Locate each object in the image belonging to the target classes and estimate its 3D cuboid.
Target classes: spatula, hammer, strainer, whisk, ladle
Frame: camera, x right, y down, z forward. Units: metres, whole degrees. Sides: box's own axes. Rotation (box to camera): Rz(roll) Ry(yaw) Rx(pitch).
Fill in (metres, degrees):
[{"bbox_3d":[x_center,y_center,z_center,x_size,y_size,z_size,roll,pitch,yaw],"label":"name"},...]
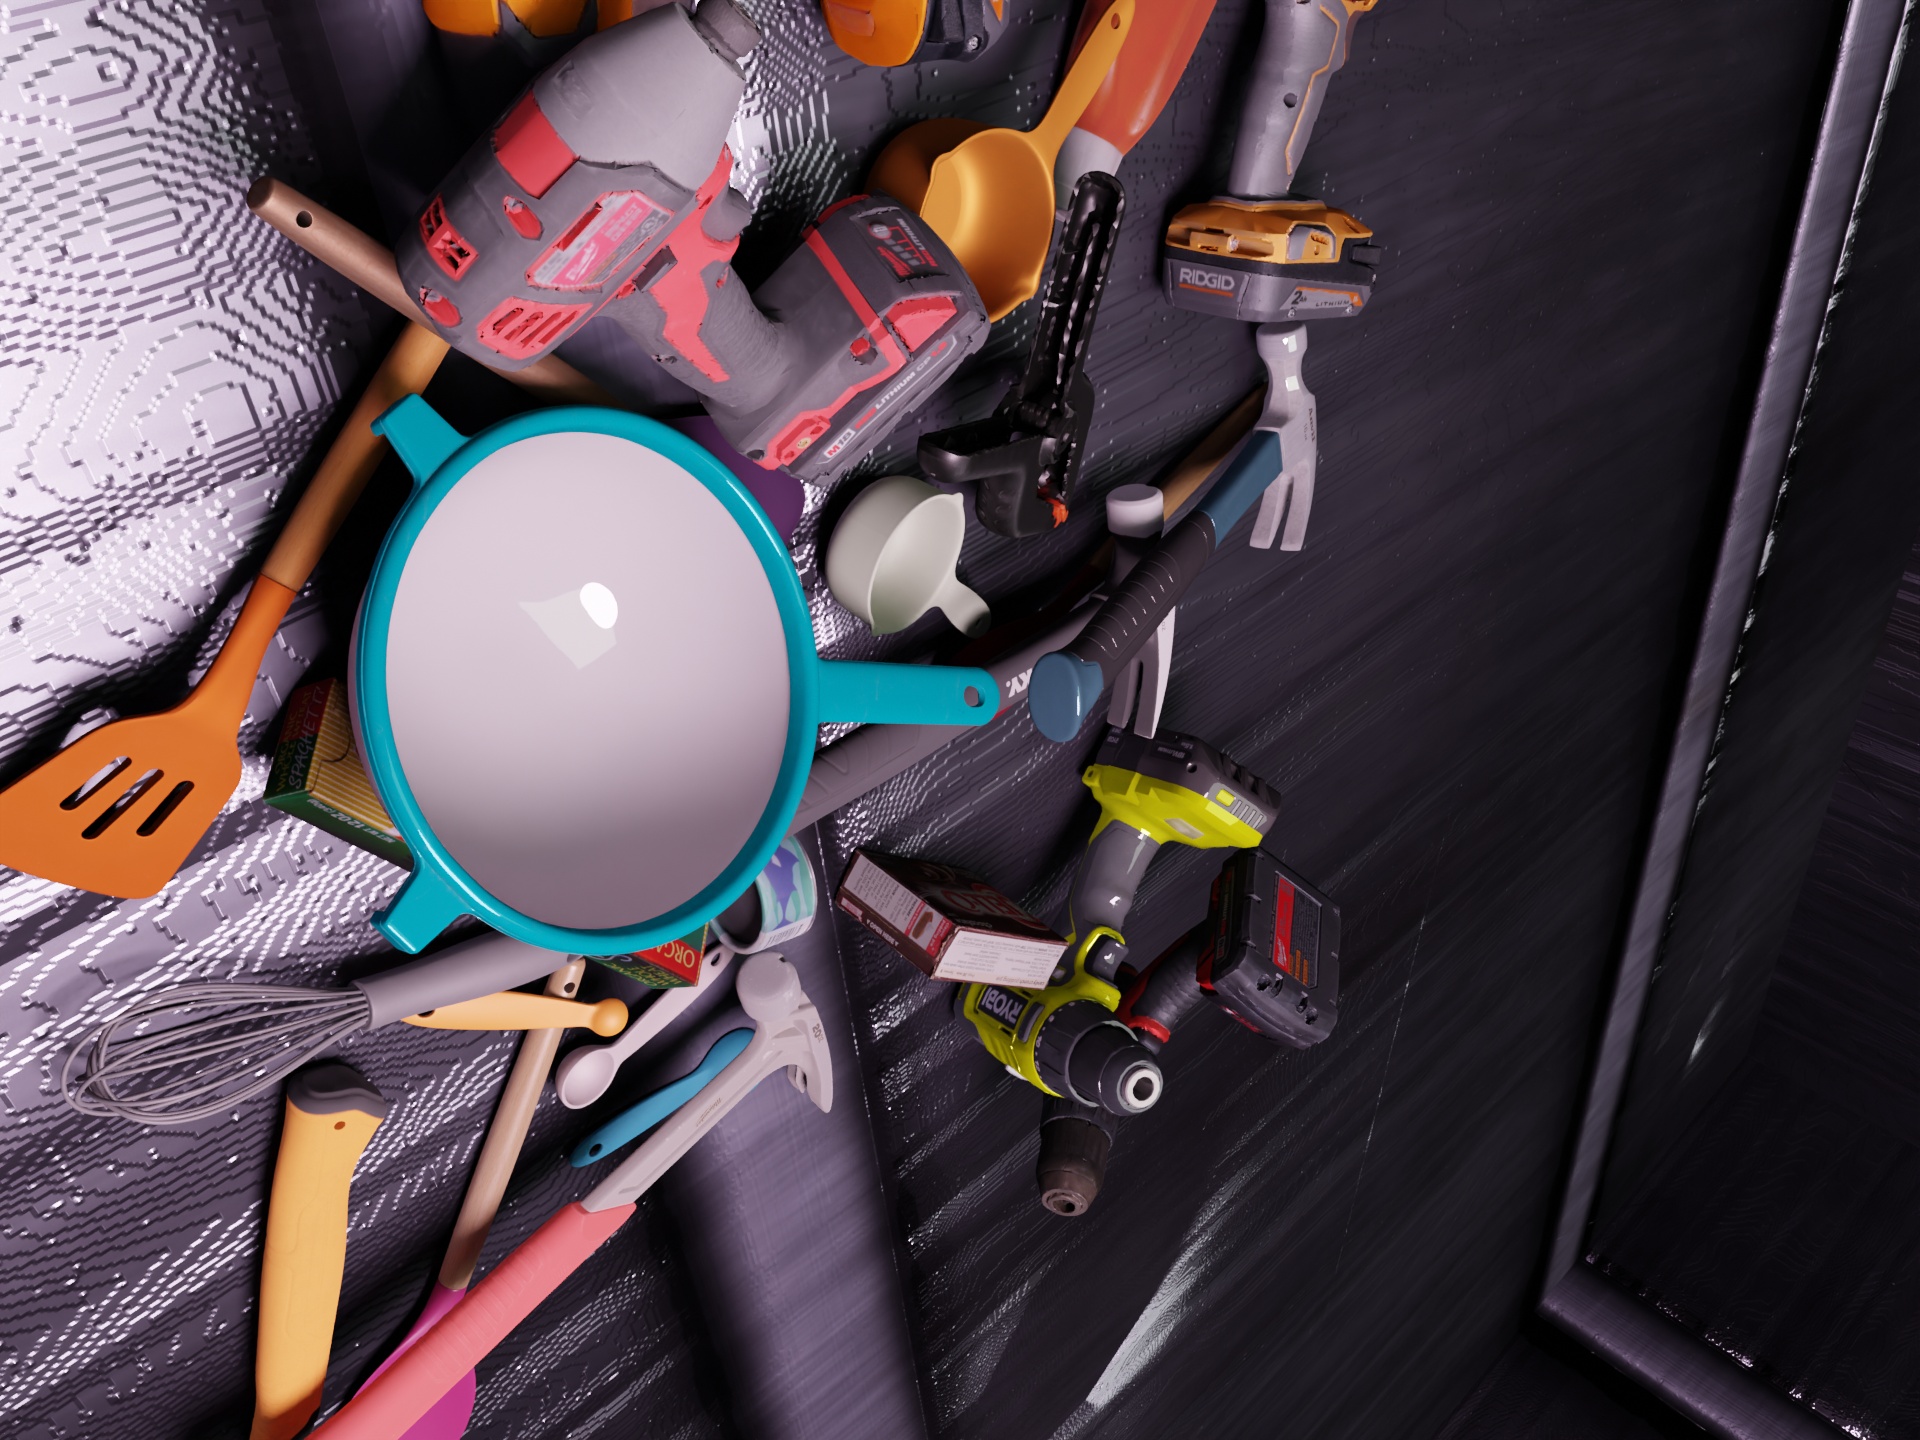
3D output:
[{"bbox_3d":[-0.244,-0.075,0.587,0.081,0.041,0.322,36,81,-52],"label":"spatula"},{"bbox_3d":[-0.320,0.311,0.737,0.127,0.034,0.336,-3,114,-43],"label":"hammer"},{"bbox_3d":[0.127,-0.099,0.881,0.331,0.033,0.128,-48,135,-41],"label":"hammer"},{"bbox_3d":[-0.121,-0.013,0.687,0.340,0.095,0.211,1,87,-50],"label":"strainer"},{"bbox_3d":[-0.150,-0.130,0.634,0.315,0.018,0.060,27,89,-60],"label":"spatula"},{"bbox_3d":[-0.256,0.119,0.682,0.239,0.055,0.055,-13,123,-48],"label":"whisk"},{"bbox_3d":[0.094,-0.103,0.942,0.315,0.031,0.069,-46,152,-20],"label":"ladle"},{"bbox_3d":[-0.001,-0.003,0.836,0.335,0.035,0.146,-30,126,-35],"label":"hammer"},{"bbox_3d":[-0.203,0.270,0.785,0.359,0.037,0.149,-42,150,-26],"label":"hammer"}]

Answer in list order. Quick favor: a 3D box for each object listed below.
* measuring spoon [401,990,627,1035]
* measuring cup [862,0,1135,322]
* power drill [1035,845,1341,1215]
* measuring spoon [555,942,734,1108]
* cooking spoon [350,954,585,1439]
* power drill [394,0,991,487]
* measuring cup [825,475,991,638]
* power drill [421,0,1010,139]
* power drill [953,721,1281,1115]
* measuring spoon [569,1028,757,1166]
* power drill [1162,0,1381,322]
[{"bbox_3d":[-0.209,0.139,0.751,0.116,0.011,0.021,12,103,-37],"label":"measuring spoon"},{"bbox_3d":[0.018,-0.265,0.731,0.173,0.052,0.095,-58,142,-5],"label":"measuring cup"},{"bbox_3d":[0.130,0.199,1.006,0.226,0.080,0.188,-42,-160,38],"label":"power drill"},{"bbox_3d":[-0.165,0.153,0.832,0.124,0.018,0.034,-42,143,-32],"label":"measuring spoon"},{"bbox_3d":[-0.247,0.260,0.800,0.068,0.017,0.319,15,102,-35],"label":"cooking spoon"},{"bbox_3d":[-0.085,-0.172,0.589,0.143,0.079,0.219,-40,159,18],"label":"power drill"},{"bbox_3d":[-0.022,-0.076,0.831,0.083,0.038,0.167,-58,159,-1],"label":"measuring cup"},{"bbox_3d":[-0.088,-0.282,0.581,0.226,0.084,0.164,-23,130,-33],"label":"power drill"},{"bbox_3d":[0.100,0.123,0.970,0.080,0.191,0.228,32,82,-24],"label":"power drill"},{"bbox_3d":[-0.154,0.212,0.870,0.128,0.021,0.042,-27,132,-37],"label":"measuring spoon"},{"bbox_3d":[0.195,-0.339,0.863,0.185,0.084,0.226,-17,121,-43],"label":"power drill"}]
